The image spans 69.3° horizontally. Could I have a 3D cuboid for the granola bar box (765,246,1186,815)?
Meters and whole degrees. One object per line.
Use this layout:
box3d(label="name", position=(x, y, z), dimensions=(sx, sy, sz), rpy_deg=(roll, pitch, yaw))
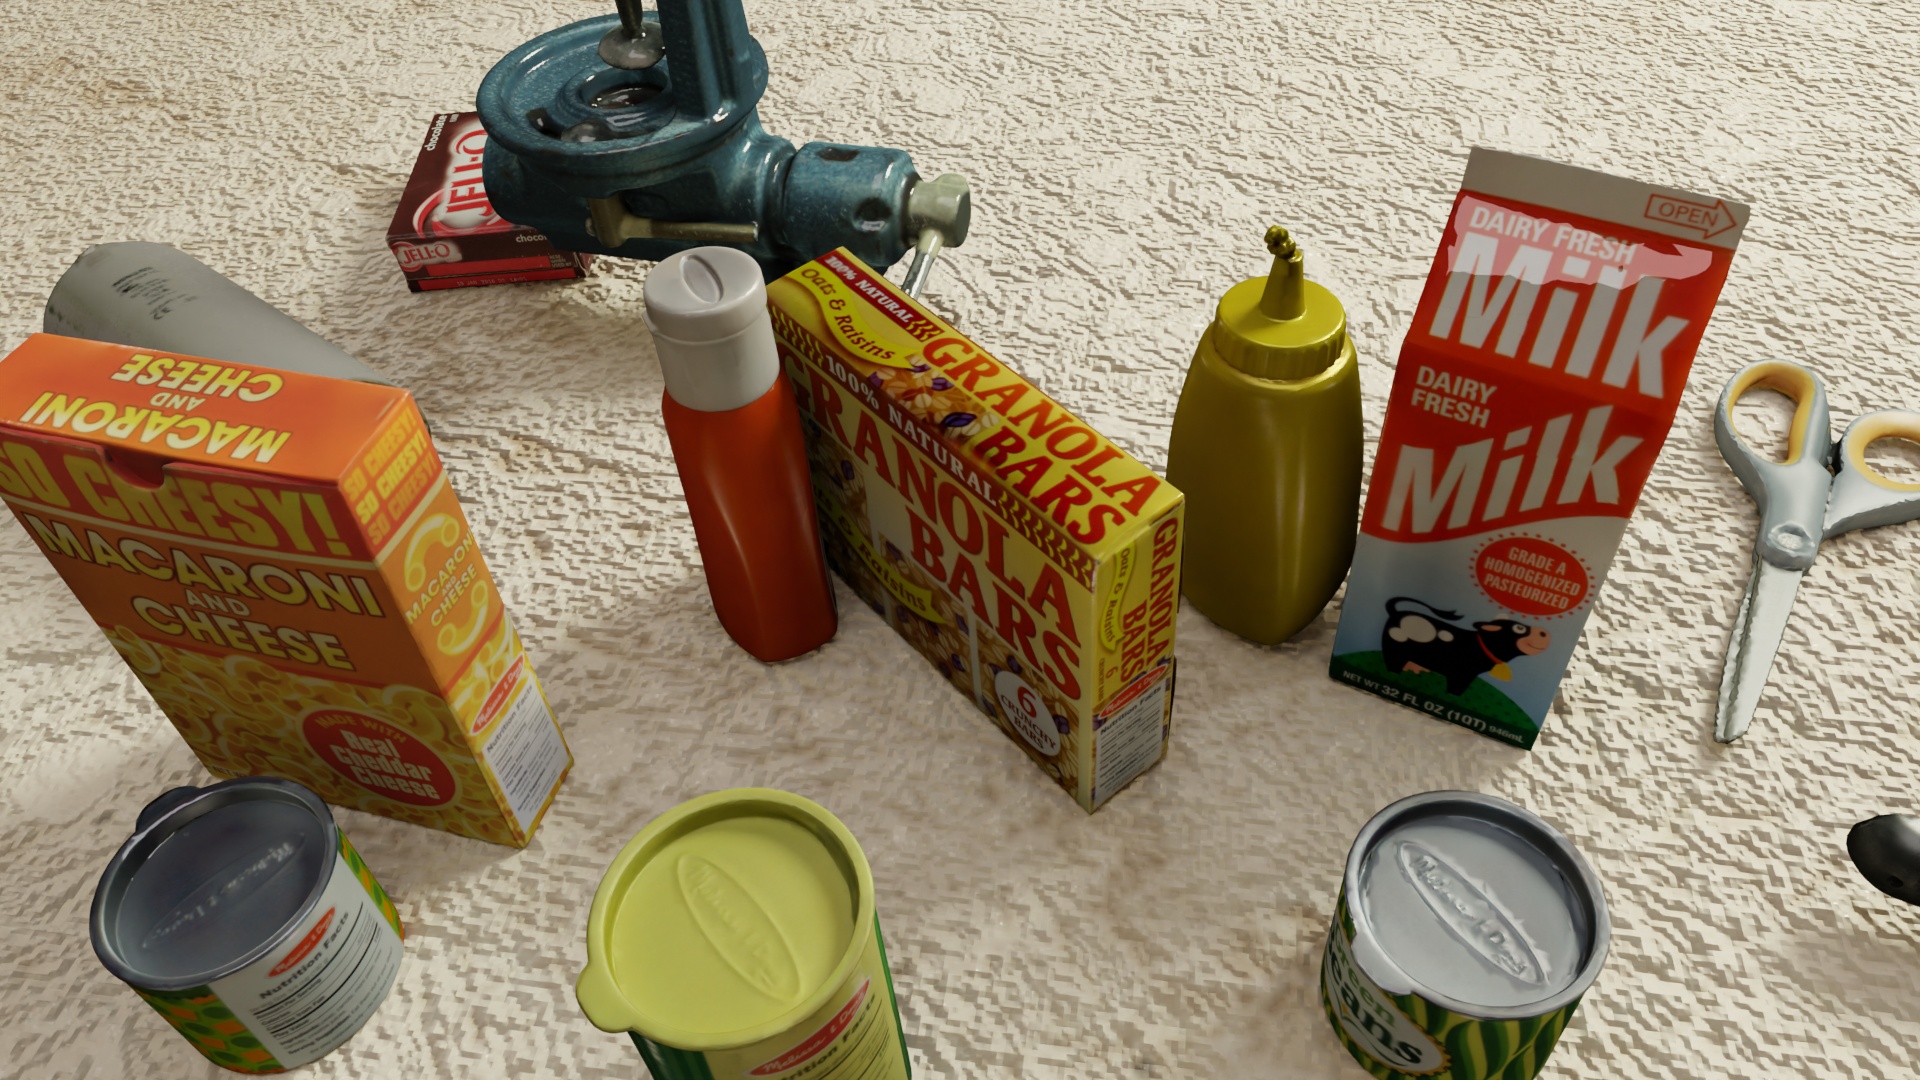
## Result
box3d(label="granola bar box", position=(0.002, -0.006, 0.458), dimensions=(0.039, 0.123, 0.166), rpy_deg=(-32, 52, -24))

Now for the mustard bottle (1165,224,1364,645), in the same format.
box3d(label="mustard bottle", position=(0.101, -0.035, 0.454), dimensions=(0.049, 0.159, 0.065), rpy_deg=(-36, 54, -27))

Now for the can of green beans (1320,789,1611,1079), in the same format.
box3d(label="can of green beans", position=(0.135, 0.112, 0.380), dimensions=(0.071, 0.057, 0.071), rpy_deg=(-2, 46, 2))

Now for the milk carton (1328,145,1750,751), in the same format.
box3d(label="milk carton", position=(0.169, -0.029, 0.421), dimensions=(0.072, 0.189, 0.074), rpy_deg=(20, 51, 22))

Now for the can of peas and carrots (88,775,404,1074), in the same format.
box3d(label="can of peas and carrots", position=(-0.207, 0.111, 0.406), dimensions=(0.071, 0.058, 0.071), rpy_deg=(-2, 46, 2))

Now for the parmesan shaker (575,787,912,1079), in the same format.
box3d(label="parmesan shaker", position=(-0.052, 0.121, 0.355), dimensions=(0.071, 0.102, 0.072), rpy_deg=(-2, 46, 2))

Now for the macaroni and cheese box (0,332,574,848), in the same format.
box3d(label="macaroni and cheese box", position=(-0.199, 0.022, 0.418), dimensions=(0.124, 0.165, 0.040), rpy_deg=(9, 48, 13))

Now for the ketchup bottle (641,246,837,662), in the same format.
box3d(label="ketchup bottle", position=(-0.074, -0.027, 0.468), dimensions=(0.043, 0.148, 0.065), rpy_deg=(-22, 48, -16))
